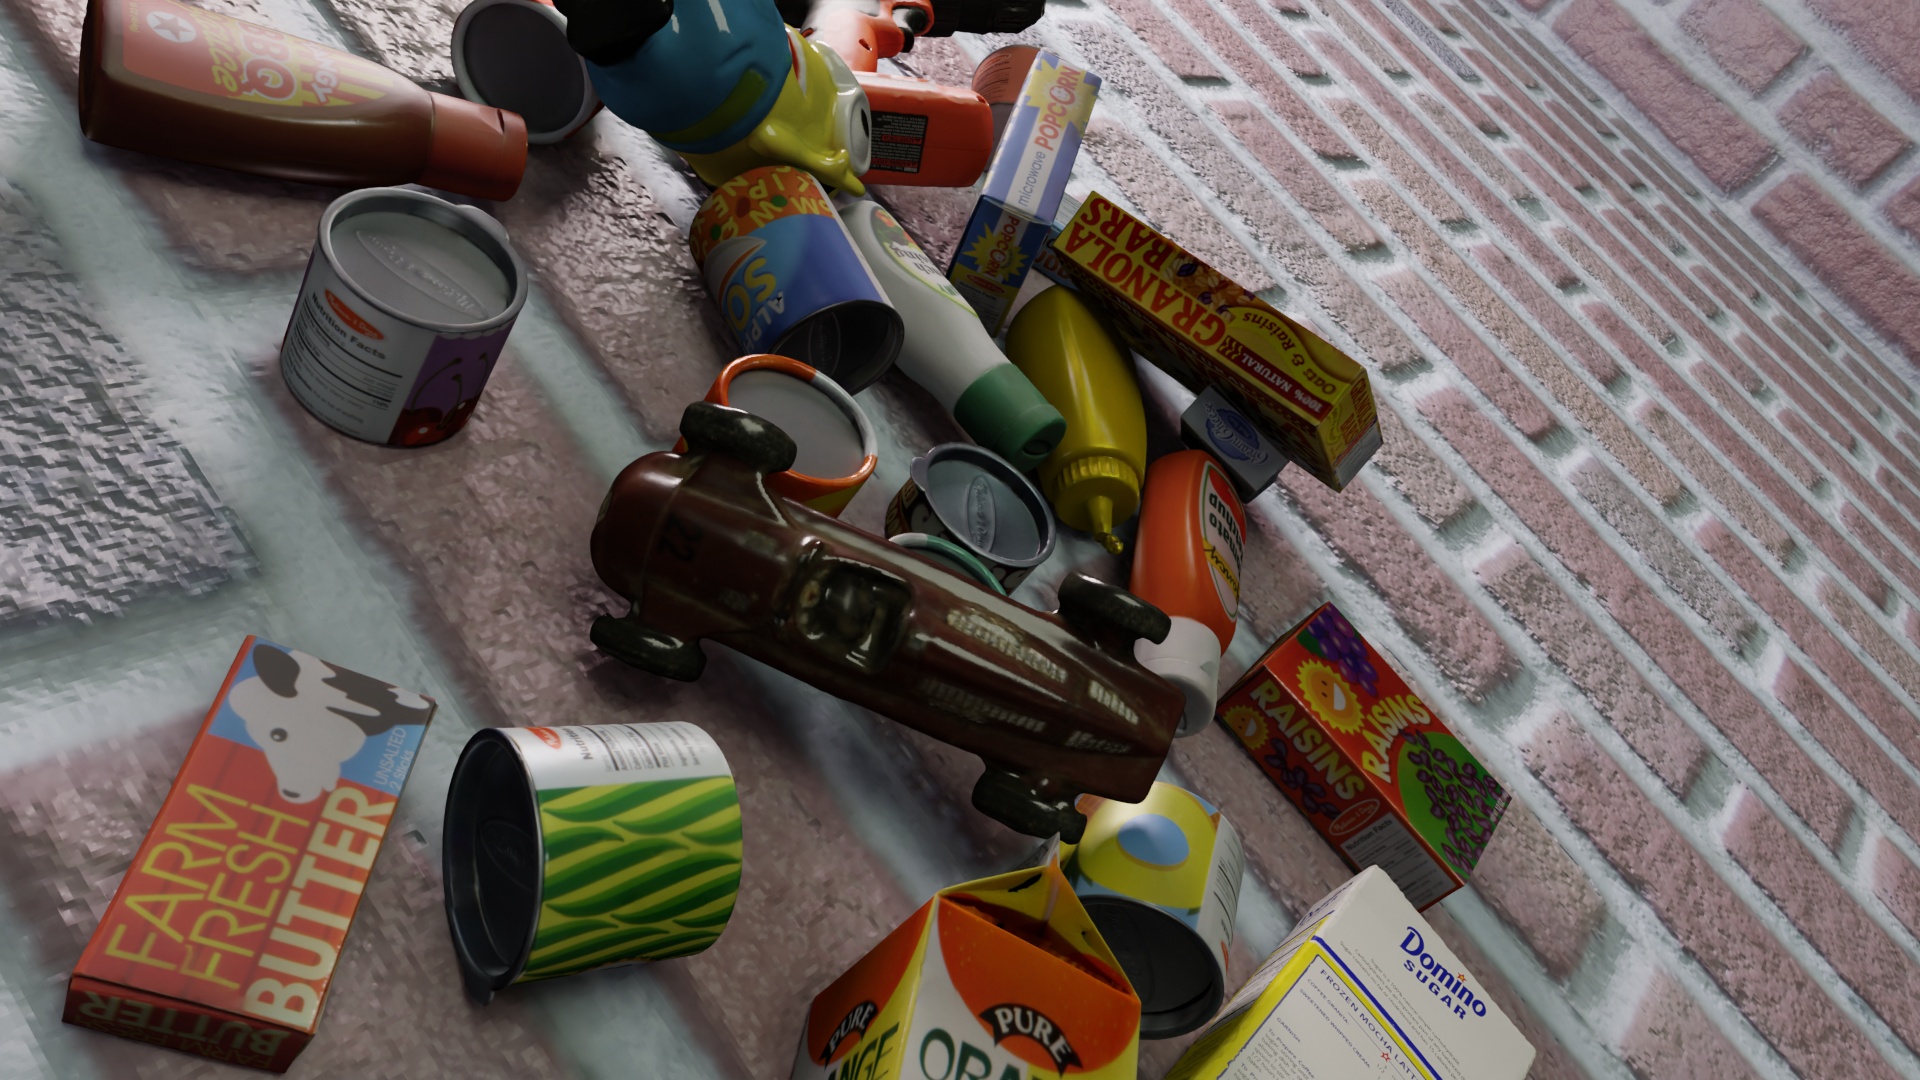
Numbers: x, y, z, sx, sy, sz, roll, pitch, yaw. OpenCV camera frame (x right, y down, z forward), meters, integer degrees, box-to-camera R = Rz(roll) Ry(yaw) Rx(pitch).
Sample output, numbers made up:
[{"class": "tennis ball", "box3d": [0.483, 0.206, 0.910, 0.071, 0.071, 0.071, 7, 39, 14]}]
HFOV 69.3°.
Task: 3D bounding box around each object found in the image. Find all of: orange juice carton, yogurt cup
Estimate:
[{"class": "orange juice carton", "box3d": [-0.005, 0.168, 0.365, 0.073, 0.071, 0.194, 31, 38, -14]}, {"class": "yogurt cup", "box3d": [0.034, -0.256, 0.838, 0.072, 0.072, 0.054, 29, 51, -15]}]

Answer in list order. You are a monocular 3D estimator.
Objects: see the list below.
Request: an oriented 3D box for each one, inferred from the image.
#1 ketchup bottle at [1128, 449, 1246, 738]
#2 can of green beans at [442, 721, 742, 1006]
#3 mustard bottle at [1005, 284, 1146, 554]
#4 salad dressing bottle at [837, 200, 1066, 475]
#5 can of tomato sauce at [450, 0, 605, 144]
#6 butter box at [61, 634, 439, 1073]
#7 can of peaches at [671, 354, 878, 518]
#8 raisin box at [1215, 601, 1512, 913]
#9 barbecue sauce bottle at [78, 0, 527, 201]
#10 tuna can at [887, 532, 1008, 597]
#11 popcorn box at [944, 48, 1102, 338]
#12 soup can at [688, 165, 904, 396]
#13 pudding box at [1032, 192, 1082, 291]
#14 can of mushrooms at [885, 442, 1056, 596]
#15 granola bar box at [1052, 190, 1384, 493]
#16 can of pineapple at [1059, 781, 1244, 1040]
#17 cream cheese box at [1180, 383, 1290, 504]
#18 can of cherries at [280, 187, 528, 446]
[{"class": "ketchup bottle", "box3d": [0.100, 0.024, 0.621, 0.064, 0.043, 0.149, 58, 30, -27]}, {"class": "can of green beans", "box3d": [-0.100, 0.083, 0.375, 0.058, 0.071, 0.071, 4, 50, -39]}, {"class": "mustard bottle", "box3d": [0.058, -0.053, 0.663, 0.065, 0.048, 0.161, 32, 37, -33]}, {"class": "salad dressing bottle", "box3d": [-0.011, -0.093, 0.638, 0.148, 0.044, 0.064, 50, 16, 20]}, {"class": "can of tomato sauce", "box3d": [-0.177, -0.224, 0.618, 0.071, 0.071, 0.083, 32, 38, -11]}, {"class": "butter box", "box3d": [-0.175, 0.076, 0.351, 0.053, 0.024, 0.104, 25, 39, -21]}, {"class": "can of peaches", "box3d": [-0.074, -0.027, 0.516, 0.071, 0.057, 0.071, 24, 39, -22]}, {"class": "raisin box", "box3d": [0.182, 0.096, 0.628, 0.123, 0.040, 0.086, 49, 38, 9]}, {"class": "barbecue sauce bottle", "box3d": [-0.240, -0.160, 0.519, 0.149, 0.043, 0.065, 5, 48, -38]}, {"class": "tuna can", "box3d": [-0.012, 0.033, 0.529, 0.071, 0.032, 0.071, 23, 40, -21]}, {"class": "popcorn box", "box3d": [0.030, -0.177, 0.711, 0.038, 0.084, 0.127, 22, 53, -4]}, {"class": "soup can", "box3d": [-0.074, -0.107, 0.593, 0.071, 0.071, 0.084, -4, 54, -43]}, {"class": "pudding box", "box3d": [0.064, -0.173, 0.808, 0.083, 0.030, 0.050, 30, 37, -13]}, {"class": "can of mushrooms", "box3d": [0.002, -0.007, 0.582, 0.071, 0.033, 0.071, 23, 41, -22]}, {"class": "granola bar box", "box3d": [0.132, -0.098, 0.707, 0.166, 0.039, 0.124, 40, 3, 24]}, {"class": "can of pineapple", "box3d": [0.058, 0.124, 0.471, 0.071, 0.070, 0.058, 36, 36, -6]}, {"class": "cream cheese box", "box3d": [0.138, -0.047, 0.706, 0.053, 0.024, 0.104, 46, 5, 8]}, {"class": "can of cherries", "box3d": [-0.186, -0.075, 0.468, 0.071, 0.058, 0.072, 23, 40, -20]}]
